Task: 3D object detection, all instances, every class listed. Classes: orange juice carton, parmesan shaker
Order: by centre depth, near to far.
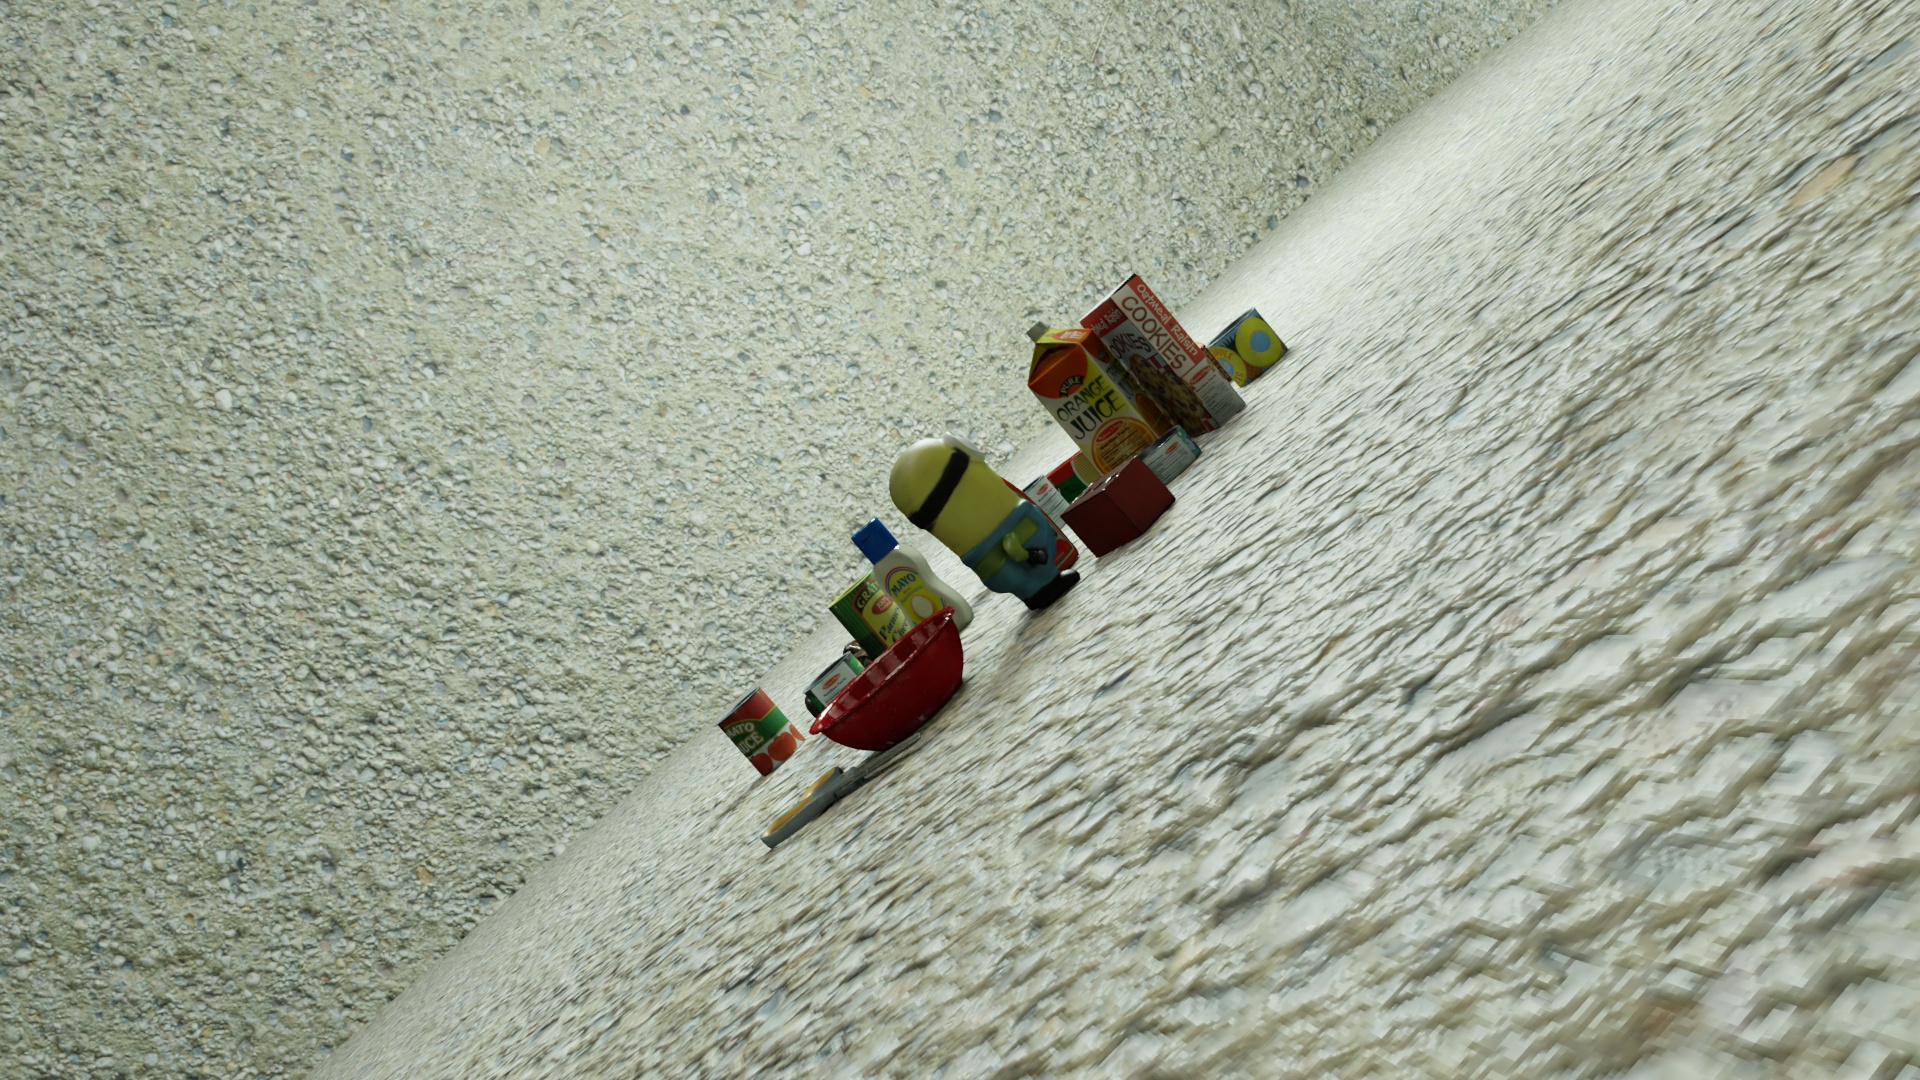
[{"bbox_3d":[0.135,-0.143,1.399,0.073,0.192,0.072,-39,4,24],"label":"orange juice carton"},{"bbox_3d":[-0.090,0.092,1.572,0.071,0.103,0.071,-40,4,4],"label":"parmesan shaker"}]

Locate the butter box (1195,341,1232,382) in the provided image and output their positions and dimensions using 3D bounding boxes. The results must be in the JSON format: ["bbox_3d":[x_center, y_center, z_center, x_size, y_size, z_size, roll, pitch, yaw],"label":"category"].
[{"bbox_3d":[0.289,-0.204,1.624,0.024,0.053,0.104,-40,4,10],"label":"butter box"}]

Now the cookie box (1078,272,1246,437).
[{"bbox_3d":[0.199,-0.181,1.391,0.040,0.167,0.123,-41,4,-9],"label":"cookie box"}]

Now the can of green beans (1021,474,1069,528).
[{"bbox_3d":[0.088,-0.033,1.593,0.071,0.058,0.071,-40,4,4],"label":"can of green beans"}]

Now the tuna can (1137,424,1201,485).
[{"bbox_3d":[0.190,-0.076,1.303,0.071,0.033,0.071,-40,4,4],"label":"tuna can"}]

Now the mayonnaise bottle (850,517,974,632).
[{"bbox_3d":[-0.054,0.042,1.458,0.064,0.148,0.041,-39,4,20],"label":"mayonnaise bottle"}]

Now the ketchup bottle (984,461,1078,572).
[{"bbox_3d":[0.041,-0.023,1.283,0.065,0.149,0.043,-43,5,-34],"label":"ketchup bottle"}]

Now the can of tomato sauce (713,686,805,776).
[{"bbox_3d":[-0.233,0.223,1.611,0.071,0.083,0.071,-40,4,4],"label":"can of tomato sauce"}]

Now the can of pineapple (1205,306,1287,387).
[{"bbox_3d":[0.301,-0.203,1.465,0.071,0.058,0.071,-40,4,4],"label":"can of pineapple"}]

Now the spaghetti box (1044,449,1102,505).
[{"bbox_3d":[0.108,-0.051,1.662,0.029,0.050,0.249,-44,5,-41],"label":"spaghetti box"}]

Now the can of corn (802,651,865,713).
[{"bbox_3d":[-0.123,0.159,1.465,0.071,0.058,0.071,-40,4,4],"label":"can of corn"}]
